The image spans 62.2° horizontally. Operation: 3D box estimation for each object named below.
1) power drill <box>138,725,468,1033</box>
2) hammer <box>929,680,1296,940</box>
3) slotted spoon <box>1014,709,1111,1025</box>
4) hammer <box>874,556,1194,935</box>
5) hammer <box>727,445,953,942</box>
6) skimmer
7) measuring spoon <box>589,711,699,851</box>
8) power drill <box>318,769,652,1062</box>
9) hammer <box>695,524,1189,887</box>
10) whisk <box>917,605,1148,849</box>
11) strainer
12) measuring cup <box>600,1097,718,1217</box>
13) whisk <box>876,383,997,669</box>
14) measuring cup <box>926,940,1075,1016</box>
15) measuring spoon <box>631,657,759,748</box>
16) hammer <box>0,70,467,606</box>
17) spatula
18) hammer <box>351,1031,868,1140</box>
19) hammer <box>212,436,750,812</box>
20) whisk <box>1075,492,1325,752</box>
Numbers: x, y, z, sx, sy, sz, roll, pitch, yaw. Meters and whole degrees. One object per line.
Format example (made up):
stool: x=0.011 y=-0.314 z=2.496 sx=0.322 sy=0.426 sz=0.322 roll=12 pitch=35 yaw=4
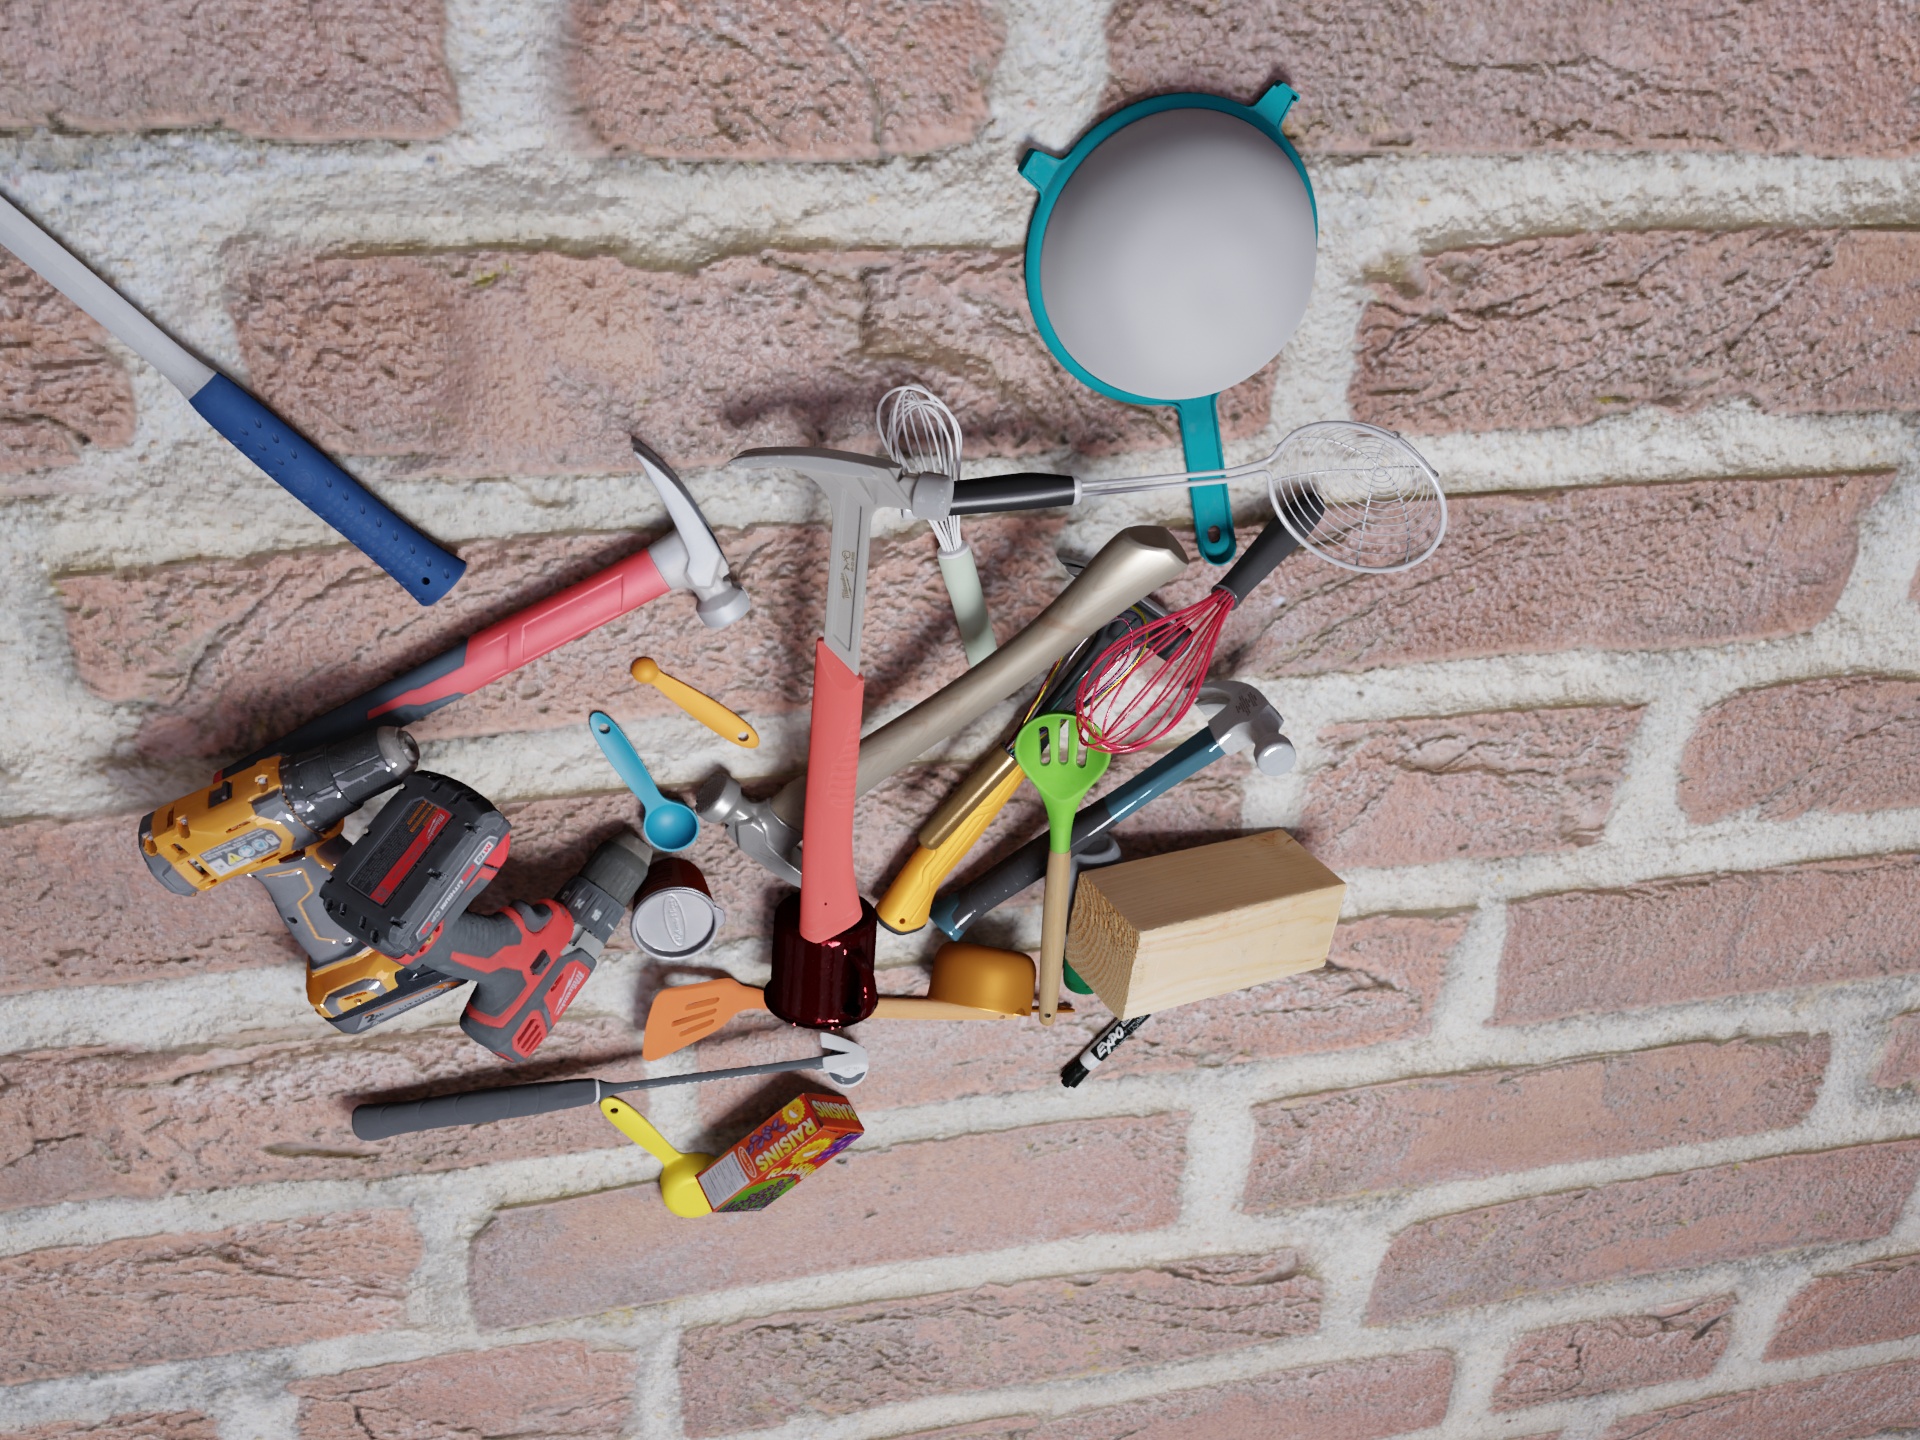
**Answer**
power drill: x=-0.426 y=0.107 z=1.118 sx=0.185 sy=0.084 sz=0.226 roll=-25 pitch=133 yaw=0
hammer: x=0.109 y=0.078 z=1.257 sx=0.331 sy=0.128 sz=0.033 roll=-35 pitch=120 yaw=17
slotted spoon: x=0.073 y=0.117 z=1.218 sx=0.070 sy=0.031 sz=0.313 roll=4 pitch=124 yaw=5
hammer: x=0.034 y=0.032 z=1.240 sx=0.127 sy=0.034 sz=0.337 roll=30 pitch=105 yaw=-28
hammer: x=-0.096 y=-0.010 z=1.113 sx=0.149 sy=0.037 sz=0.359 roll=10 pitch=113 yaw=8
skimmer: x=0.143 y=-0.142 z=1.082 sx=0.363 sy=0.090 sz=0.127 roll=-6 pitch=143 yaw=-7
measuring spoon: x=-0.239 y=0.042 z=1.194 sx=0.042 sy=0.021 sz=0.128 roll=-27 pitch=113 yaw=6
power drill: x=-0.316 y=0.123 z=1.116 sx=0.188 sy=0.080 sz=0.226 roll=-56 pitch=149 yaw=-19
hammer: x=-0.002 y=-0.004 z=1.156 sx=0.410 sy=0.038 sz=0.146 roll=-35 pitch=124 yaw=24
whisk: x=0.050 y=0.005 z=1.192 sx=0.047 sy=0.051 sz=0.245 roll=40 pitch=106 yaw=-10
strainer: x=0.169 y=-0.247 z=1.091 sx=0.211 sy=0.095 sz=0.340 roll=-17 pitch=120 yaw=-5
measuring cup: x=-0.258 y=0.375 z=1.364 sx=0.062 sy=0.029 sz=0.156 roll=-33 pitch=123 yaw=5
whisk: x=-0.008 y=-0.130 z=1.143 sx=0.059 sy=0.058 sz=0.246 roll=1 pitch=128 yaw=24
measuring cup: x=0.046 y=0.219 z=1.343 sx=0.173 sy=0.095 sz=0.052 roll=15 pitch=81 yaw=-48
measuring spoon: x=-0.194 y=-0.010 z=1.176 sx=0.116 sy=0.011 sz=0.021 roll=36 pitch=105 yaw=-29
hammer: x=-0.478 y=-0.209 z=0.974 sx=0.144 sy=0.035 sz=0.405 roll=-40 pitch=121 yaw=9
spatula: x=-0.102 y=0.246 z=1.327 sx=0.322 sy=0.041 sz=0.081 roll=5 pitch=125 yaw=-19
hammer: x=-0.278 y=0.297 z=1.281 sx=0.409 sy=0.036 sz=0.149 roll=-7 pitch=163 yaw=-5
hammer: x=-0.348 y=-0.050 z=1.097 sx=0.386 sy=0.038 sz=0.143 roll=-27 pitch=121 yaw=1
whisk: x=0.178 y=-0.077 z=1.142 sx=0.296 sy=0.073 sz=0.073 roll=-45 pitch=127 yaw=-27
